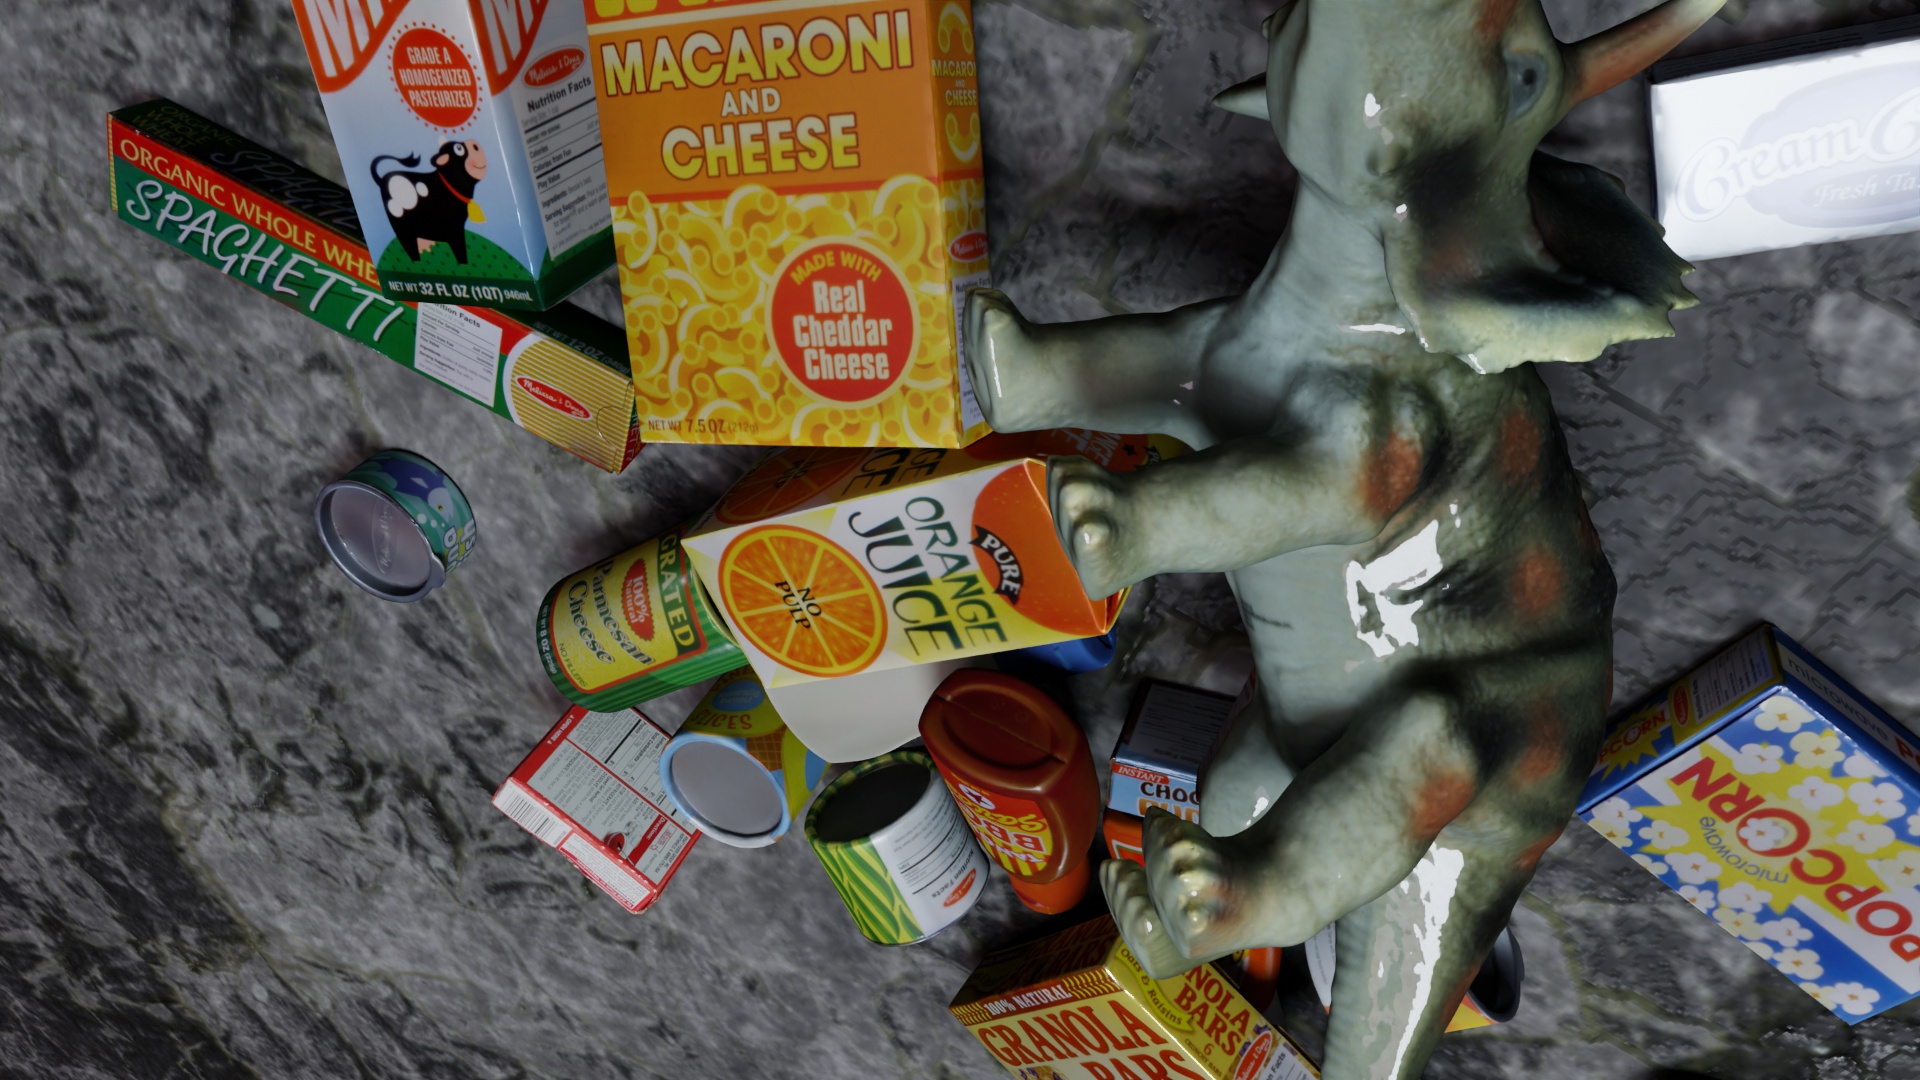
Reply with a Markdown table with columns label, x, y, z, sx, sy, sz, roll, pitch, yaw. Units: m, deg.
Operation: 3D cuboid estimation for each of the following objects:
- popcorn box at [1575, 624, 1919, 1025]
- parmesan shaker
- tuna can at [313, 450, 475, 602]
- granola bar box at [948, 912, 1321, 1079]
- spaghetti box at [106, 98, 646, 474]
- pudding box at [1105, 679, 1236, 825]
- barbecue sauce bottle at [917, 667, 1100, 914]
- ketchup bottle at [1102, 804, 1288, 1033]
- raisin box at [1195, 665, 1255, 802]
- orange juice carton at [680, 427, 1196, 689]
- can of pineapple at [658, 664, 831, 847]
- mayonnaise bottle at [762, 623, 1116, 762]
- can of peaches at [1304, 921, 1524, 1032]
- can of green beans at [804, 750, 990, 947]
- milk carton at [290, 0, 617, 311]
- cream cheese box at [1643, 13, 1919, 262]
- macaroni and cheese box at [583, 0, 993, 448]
| label | x | y | z | sx | sy | sz | roll | pitch | yaw |
| --- | --- | --- | --- | --- | --- | --- | --- | --- | --- |
| popcorn box | 0.287 | 0.098 | 0.470 | 0.127 | 0.038 | 0.084 | 37 | 127 | -3 |
| parmesan shaker | -0.122 | 0.033 | 0.587 | 0.103 | 0.072 | 0.071 | -22 | 111 | 33 |
| tuna can | -0.261 | -0.006 | 0.647 | 0.071 | 0.033 | 0.070 | 12 | 125 | 17 |
| granola bar box | 0.077 | 0.225 | 0.607 | 0.124 | 0.039 | 0.164 | 45 | 148 | 1 |
| spaghetti box | -0.239 | -0.107 | 0.573 | 0.250 | 0.029 | 0.049 | 27 | 128 | 5 |
| pudding box | 0.103 | 0.088 | 0.538 | 0.084 | 0.050 | 0.030 | 12 | 127 | 16 |
| barbecue sauce bottle | 0.028 | 0.107 | 0.557 | 0.065 | 0.044 | 0.148 | 25 | 154 | 26 |
| ketchup bottle | 0.109 | 0.166 | 0.591 | 0.064 | 0.044 | 0.148 | -3 | 120 | 30 |
| raisin box | 0.145 | 0.051 | 0.471 | 0.086 | 0.040 | 0.123 | 28 | 101 | 6 |
| orange juice carton | 0.002 | -0.006 | 0.506 | 0.192 | 0.072 | 0.072 | -12 | 116 | 30 |
| can of pineapple | -0.093 | 0.093 | 0.622 | 0.071 | 0.058 | 0.070 | 12 | 125 | 17 |
| mayonnaise bottle | -0.009 | 0.050 | 0.569 | 0.148 | 0.041 | 0.064 | -18 | 120 | 31 |
| can of peaches | 0.177 | 0.160 | 0.543 | 0.058 | 0.071 | 0.071 | -27 | 108 | 35 |
| can of green beans | -0.028 | 0.135 | 0.617 | 0.071 | 0.071 | 0.057 | -12 | 115 | 30 |
| milk carton | -0.170 | -0.180 | 0.466 | 0.072 | 0.074 | 0.189 | 8 | 124 | 19 |
| cream cheese box | 0.238 | -0.108 | 0.365 | 0.104 | 0.024 | 0.053 | -5 | 118 | 26 |
| macaroni and cheese box | -0.054 | -0.115 | 0.452 | 0.124 | 0.040 | 0.166 | 2 | 107 | 23 |
